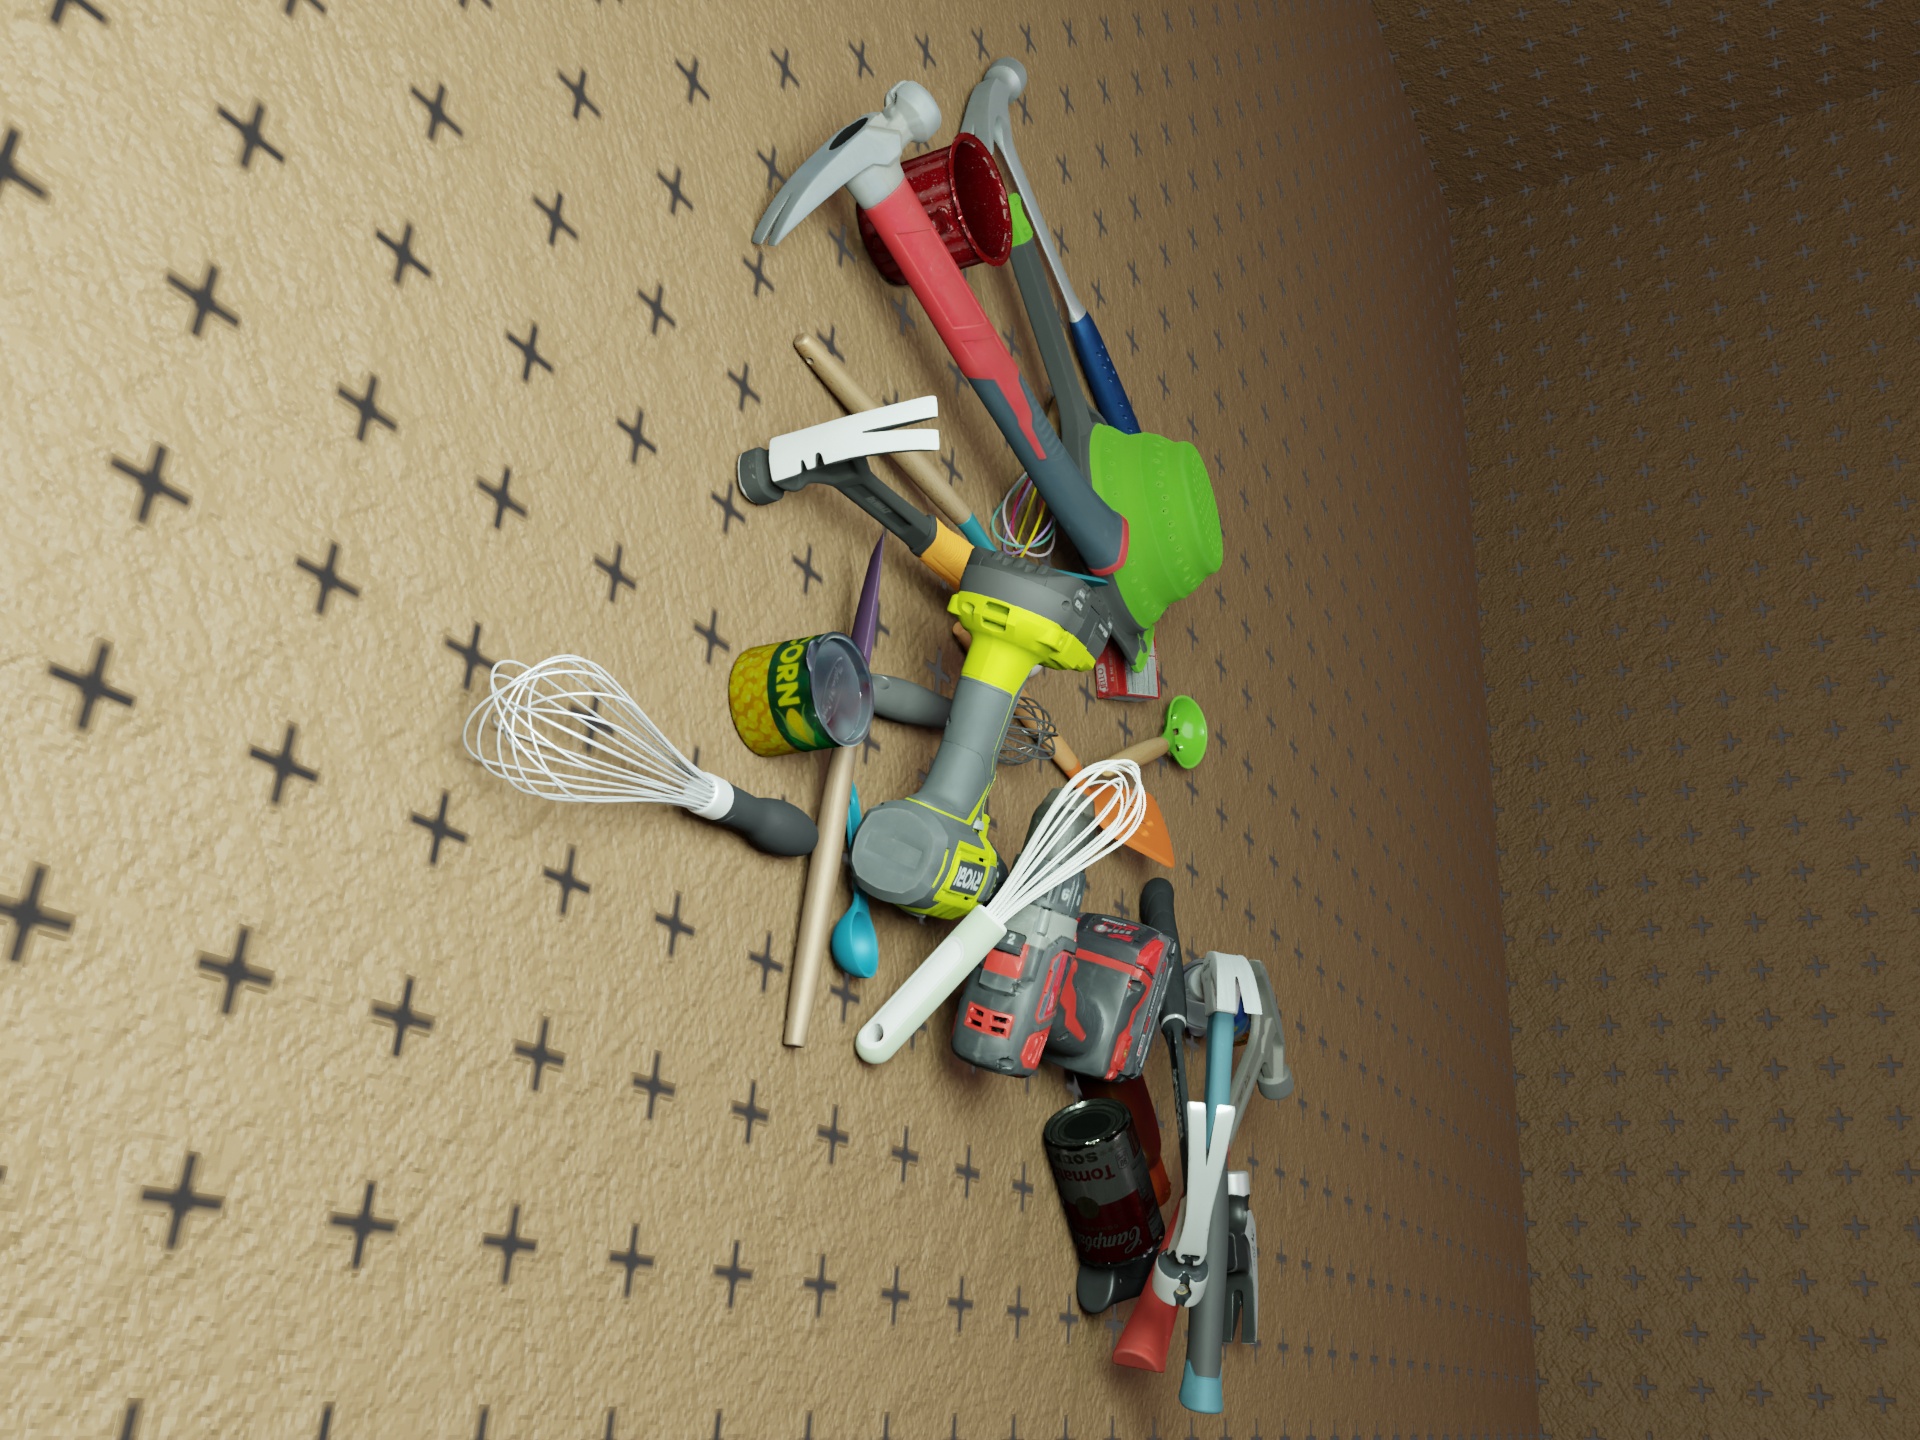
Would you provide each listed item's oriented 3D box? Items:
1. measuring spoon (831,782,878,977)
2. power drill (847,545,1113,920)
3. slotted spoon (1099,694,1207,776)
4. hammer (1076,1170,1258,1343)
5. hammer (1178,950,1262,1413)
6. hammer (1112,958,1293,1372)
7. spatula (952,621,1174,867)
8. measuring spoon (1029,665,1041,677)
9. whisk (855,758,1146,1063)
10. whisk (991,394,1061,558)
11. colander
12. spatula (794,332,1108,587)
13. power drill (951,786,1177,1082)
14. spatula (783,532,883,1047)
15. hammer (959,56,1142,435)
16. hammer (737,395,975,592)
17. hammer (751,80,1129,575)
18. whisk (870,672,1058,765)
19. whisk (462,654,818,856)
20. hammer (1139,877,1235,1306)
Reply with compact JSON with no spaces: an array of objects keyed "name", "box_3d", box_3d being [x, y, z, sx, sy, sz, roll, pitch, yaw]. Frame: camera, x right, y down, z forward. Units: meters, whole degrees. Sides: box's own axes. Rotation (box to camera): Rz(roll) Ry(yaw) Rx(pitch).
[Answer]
[{"name":"measuring spoon","box_3d":[-0.070,0.096,0.974,0.042,0.021,0.129,48,32,-60]},{"name":"power drill","box_3d":[0.018,0.020,1.025,0.228,0.080,0.190,-69,159,-4]},{"name":"slotted spoon","box_3d":[0.169,0.023,1.398,0.313,0.031,0.070,-15,95,-69]},{"name":"hammer","box_3d":[0.178,0.456,1.314,0.334,0.035,0.146,22,62,-59]},{"name":"hammer","box_3d":[0.187,0.333,1.178,0.128,0.033,0.331,102,-5,-69]},{"name":"hammer","box_3d":[0.196,0.358,1.273,0.359,0.037,0.149,-53,132,-47]},{"name":"spatula","box_3d":[0.084,0.017,1.256,0.322,0.041,0.081,49,21,-43]},{"name":"measuring spoon","box_3d":[0.036,-0.080,1.218,0.124,0.018,0.034,55,38,-39]},{"name":"whisk","box_3d":[0.025,0.116,0.975,0.246,0.058,0.059,-46,144,-6]},{"name":"whisk","box_3d":[0.067,-0.207,1.302,0.245,0.051,0.047,-74,165,-46]},{"name":"colander","box_3d":[0.133,-0.238,1.286,0.205,0.094,0.396,-63,137,-61]},{"name":"spatula","box_3d":[-0.011,-0.167,1.115,0.317,0.082,0.044,44,58,-40]},{"name":"power drill","box_3d":[0.077,0.156,1.095,0.226,0.080,0.188,35,71,-61]},{"name":"spatula","box_3d":[-0.073,0.037,0.952,0.059,0.018,0.316,129,-29,-68]},{"name":"hammer","box_3d":[0.097,-0.363,1.399,0.405,0.035,0.144,61,33,-33]},{"name":"hammer","box_3d":[-0.007,-0.117,1.055,0.336,0.127,0.034,32,50,-61]},{"name":"hammer","box_3d":[0.011,-0.231,1.098,0.143,0.038,0.385,-46,129,-12]},{"name":"whisk","box_3d":[-0.001,-0.005,1.101,0.238,0.055,0.055,16,68,-55]},{"name":"whisk","box_3d":[-0.147,0.031,0.807,0.284,0.070,0.070,36,51,-61]},{"name":"hammer","box_3d":[0.163,0.239,1.213,0.409,0.036,0.149,-84,180,-64]}]
